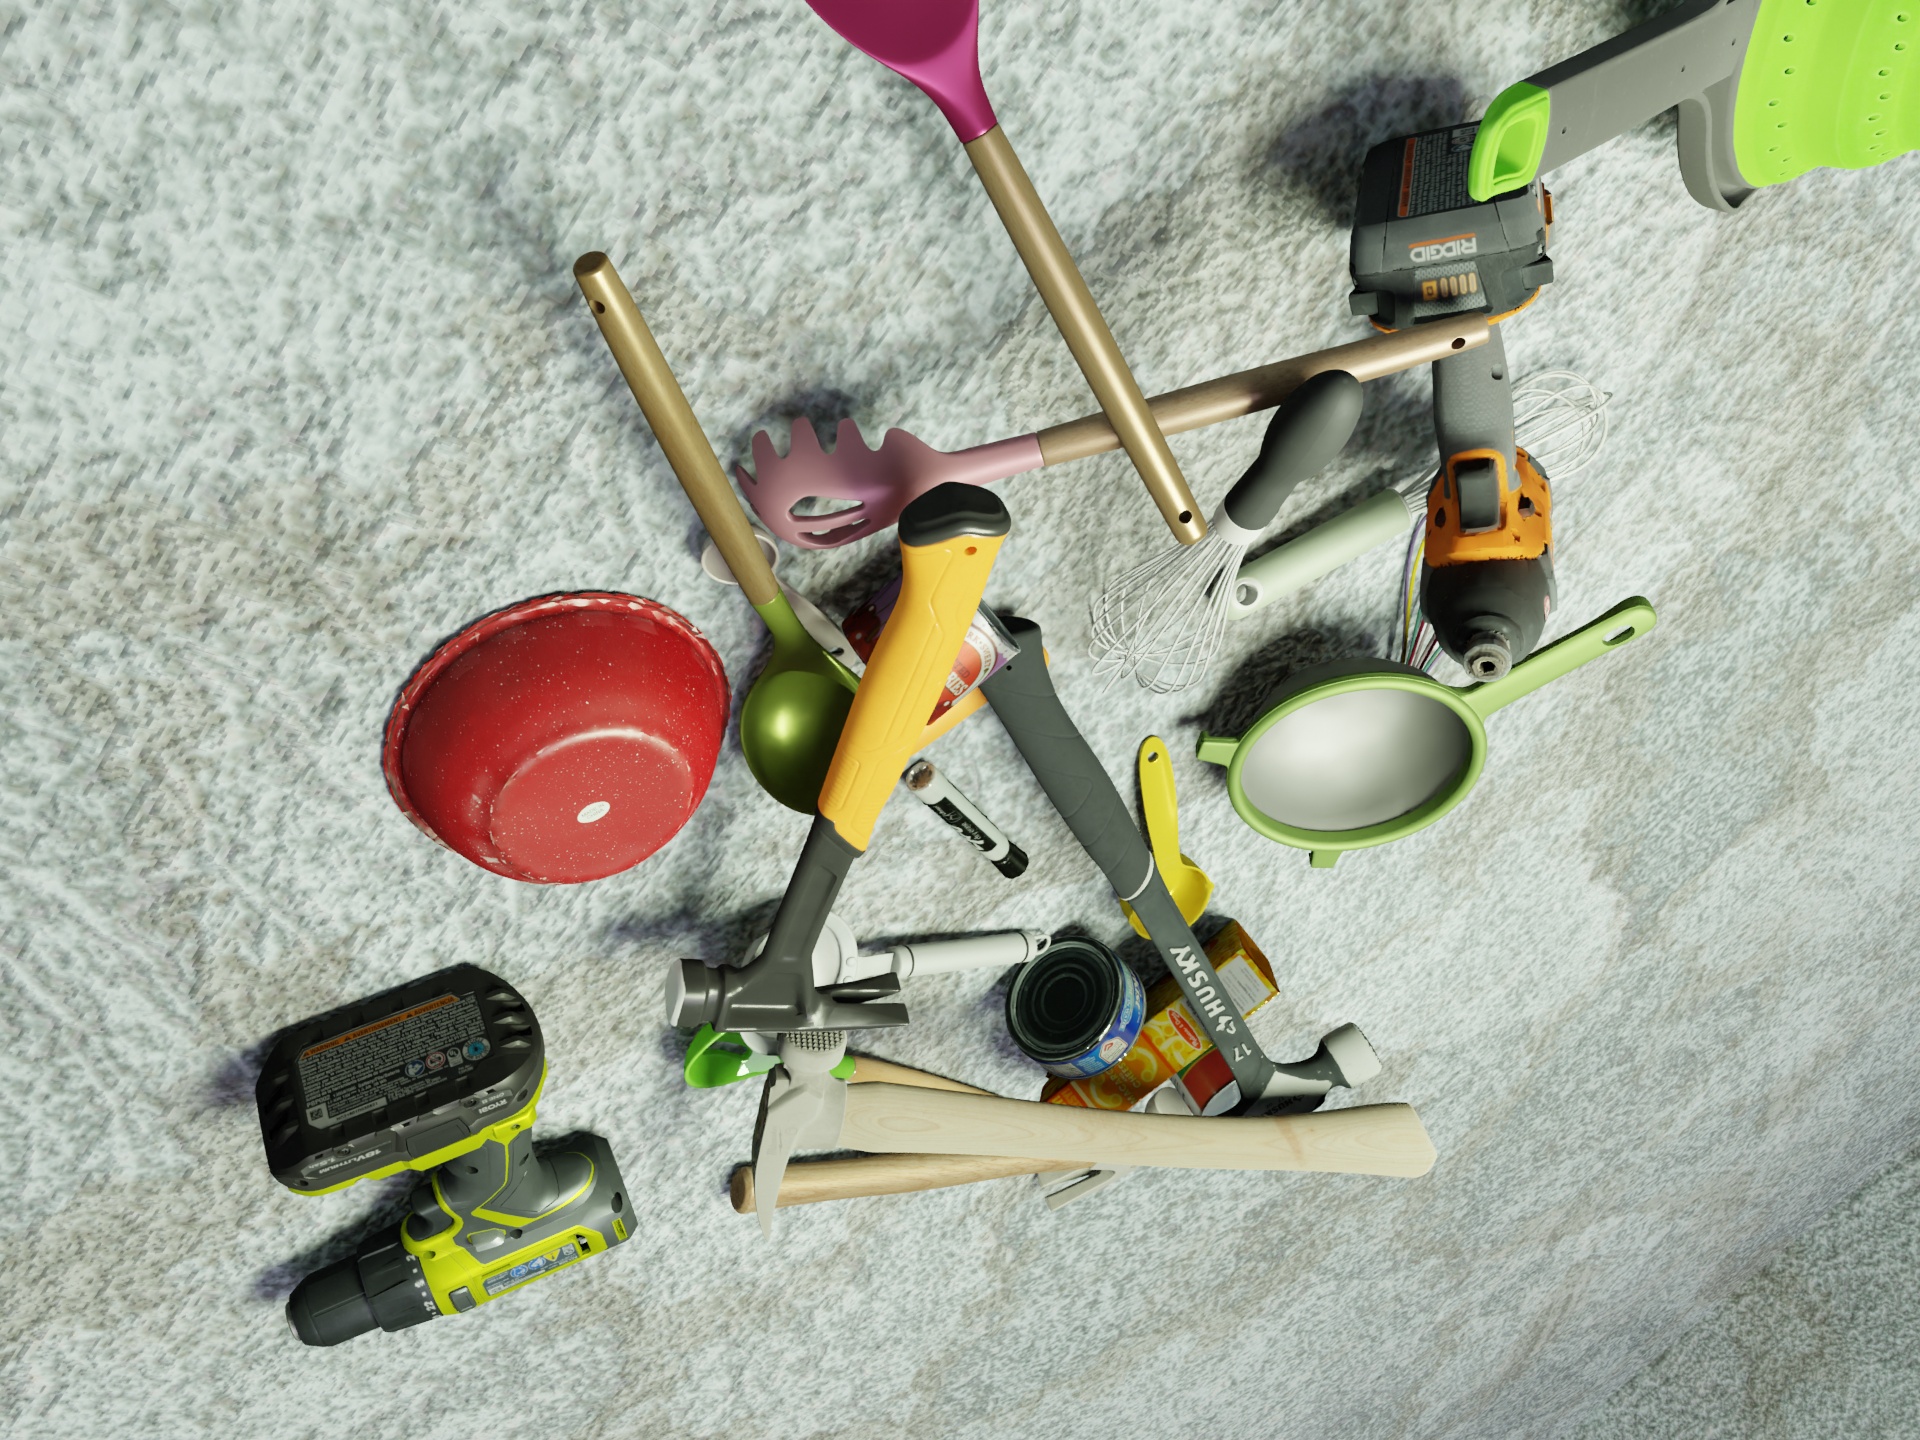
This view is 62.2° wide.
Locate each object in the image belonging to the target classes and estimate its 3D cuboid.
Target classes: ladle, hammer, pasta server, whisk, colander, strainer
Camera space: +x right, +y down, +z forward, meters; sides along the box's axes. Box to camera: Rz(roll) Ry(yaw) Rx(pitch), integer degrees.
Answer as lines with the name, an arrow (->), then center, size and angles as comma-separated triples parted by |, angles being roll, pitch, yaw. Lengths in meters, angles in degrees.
ladle -> -0.095, -0.060, 0.663 | 0.078, 0.062, 0.319 | 9, 150, 20
hammer -> 0.102, 0.103, 0.897 | 0.149, 0.036, 0.408 | -31, 120, 3
hammer -> -0.002, 0.311, 1.105 | 0.331, 0.031, 0.130 | 3, 139, -30
hammer -> 0.084, 0.250, 0.931 | 0.410, 0.038, 0.146 | 7, 118, -14
pasta server -> 0.059, -0.126, 0.664 | 0.316, 0.040, 0.060 | -14, 138, 7
whisk -> 0.118, -0.080, 0.731 | 0.070, 0.070, 0.284 | -17, 164, -18
colander -> 0.353, -0.278, 0.656 | 0.397, 0.095, 0.204 | -33, 140, -31
whisk -> 0.246, -0.120, 0.867 | 0.246, 0.059, 0.057 | -28, 101, -1
strainer -> 0.270, -0.018, 0.921 | 0.256, 0.069, 0.151 | -31, 129, 25
strainer -> -0.044, 0.142, 0.927 | 0.258, 0.050, 0.087 | 0, 107, -39
whisk -> 0.282, -0.035, 0.968 | 0.047, 0.051, 0.244 | -18, 139, -25
hammer -> -0.040, 0.034, 0.727 | 0.127, 0.034, 0.336 | 5, 133, -22

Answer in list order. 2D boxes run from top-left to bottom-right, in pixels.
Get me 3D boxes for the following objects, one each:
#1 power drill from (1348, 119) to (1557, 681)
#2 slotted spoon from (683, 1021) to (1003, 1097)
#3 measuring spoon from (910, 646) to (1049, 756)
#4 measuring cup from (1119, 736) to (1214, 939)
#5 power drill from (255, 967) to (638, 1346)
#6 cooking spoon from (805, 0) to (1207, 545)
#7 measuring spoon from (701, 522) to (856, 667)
power drill -> 0.233, -0.137, 0.727 | 0.084, 0.164, 0.226 | -5, 126, 22
slotted spoon -> -0.057, 0.225, 1.007 | 0.070, 0.031, 0.313 | -46, 139, 14
measuring spoon -> -0.001, -0.003, 0.840 | 0.117, 0.011, 0.021 | -33, 138, -1
measuring cup -> 0.120, 0.068, 0.981 | 0.062, 0.029, 0.156 | -21, 125, -14
power drill -> -0.285, 0.246, 0.846 | 0.190, 0.080, 0.228 | -20, 139, -16
cooking spoon -> 0.019, -0.195, 0.592 | 0.069, 0.017, 0.318 | -33, 116, 1
measuring spoon -> -0.081, -0.058, 0.740 | 0.034, 0.018, 0.124 | -22, 147, 14
